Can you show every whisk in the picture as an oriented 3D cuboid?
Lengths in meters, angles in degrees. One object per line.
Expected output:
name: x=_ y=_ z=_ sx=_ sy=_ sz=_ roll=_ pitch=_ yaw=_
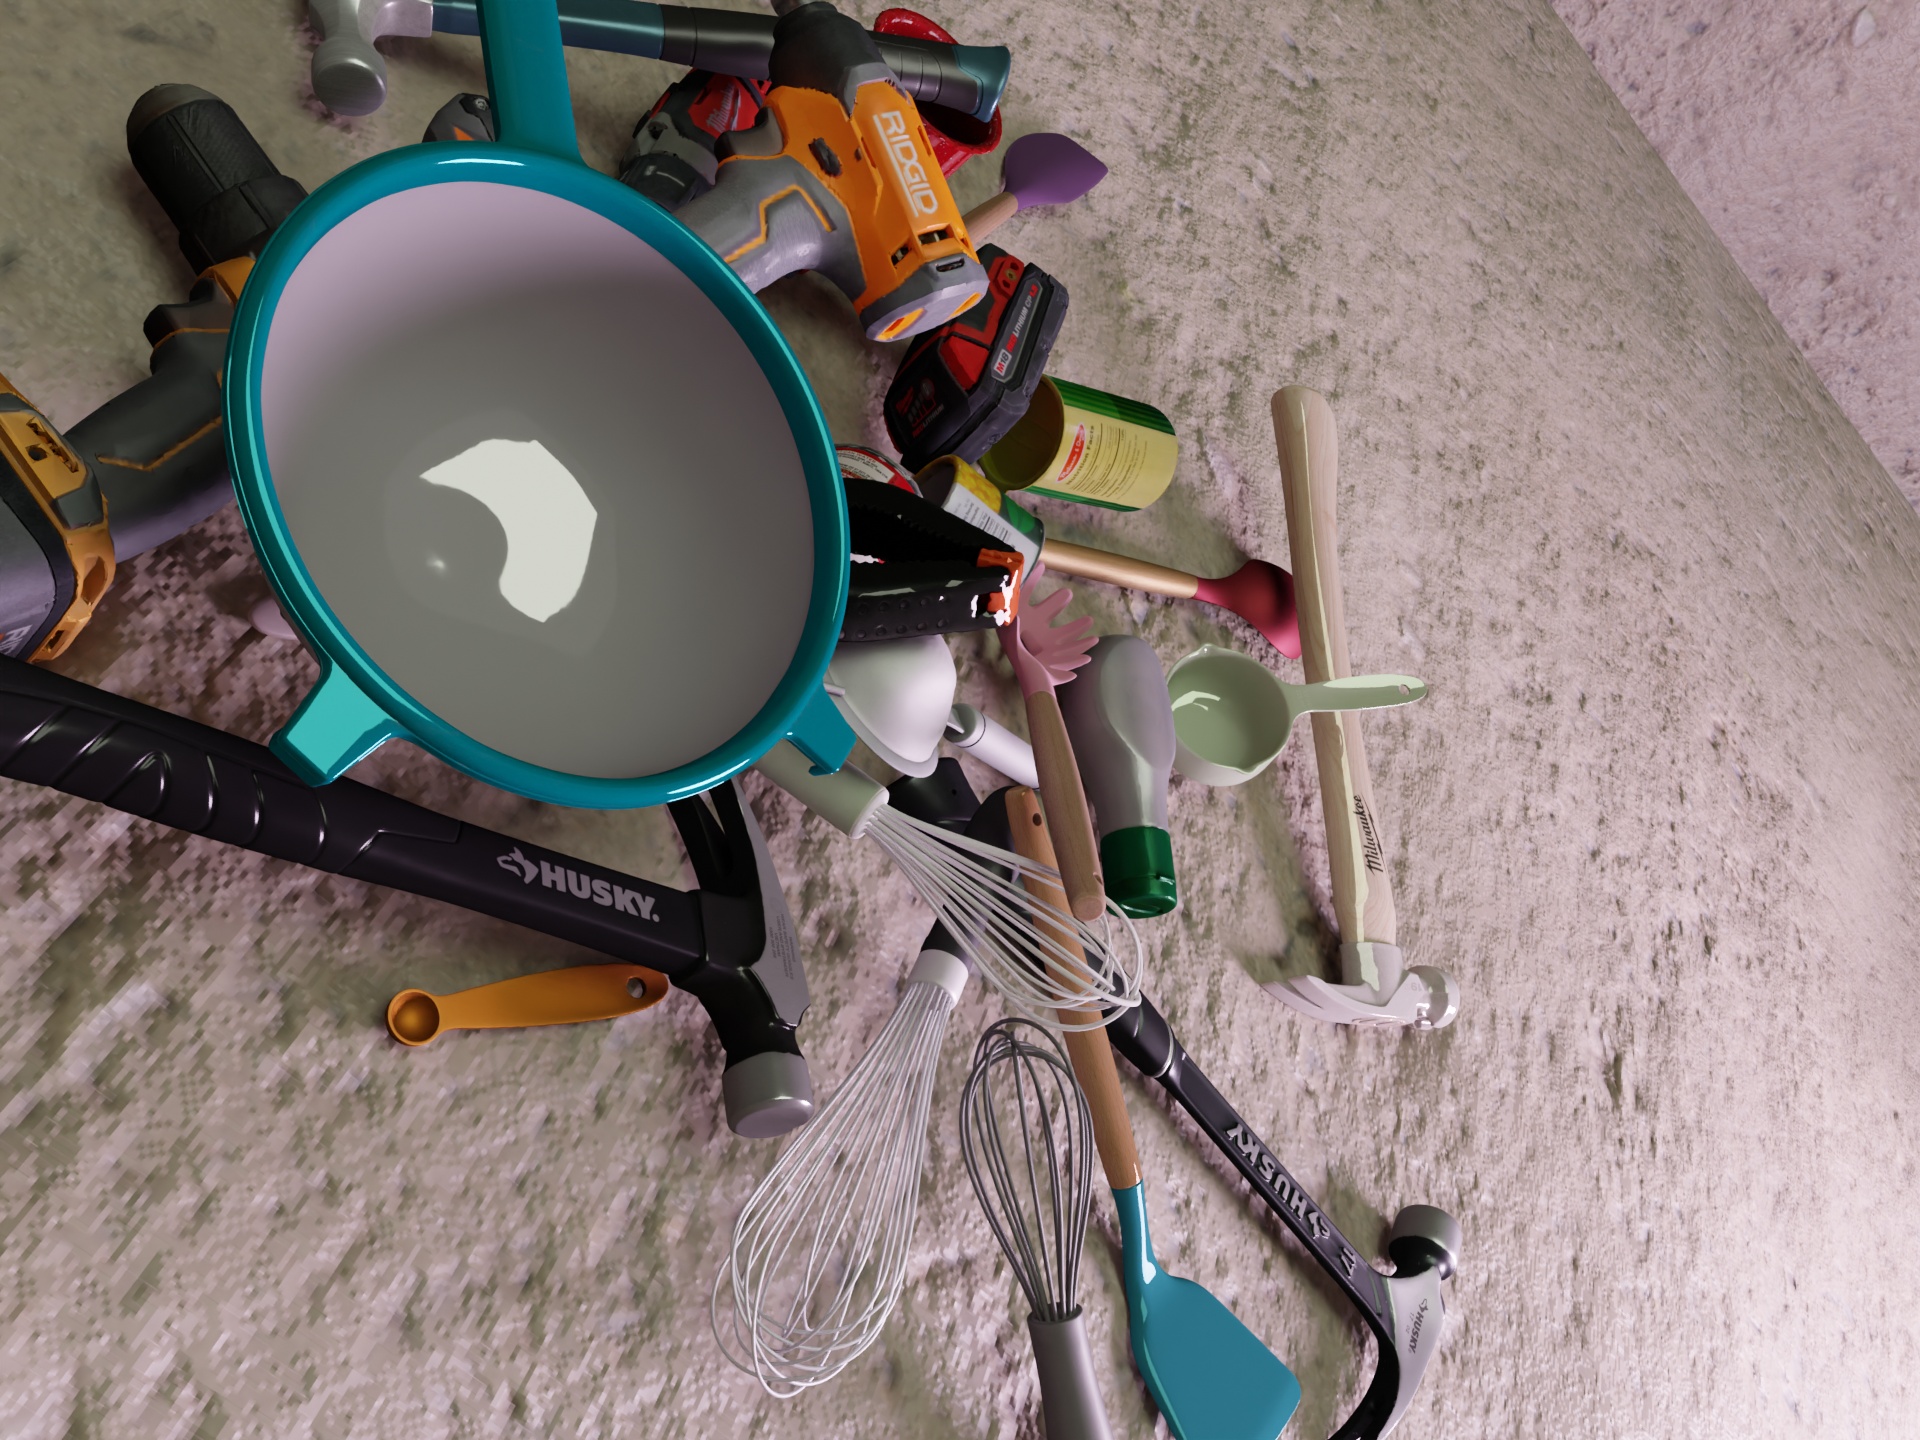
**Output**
whisk: x=-0.030 y=0.042 z=0.643 sx=0.246 sy=0.058 sz=0.059 roll=35 pitch=10 yaw=10
whisk: x=-0.021 y=0.128 z=0.632 sx=0.070 sy=0.070 sz=0.285 roll=43 pitch=46 yaw=-19
whisk: x=0.041 y=0.235 z=0.626 sx=0.055 sy=0.055 sz=0.239 roll=-12 pitch=91 yaw=-49

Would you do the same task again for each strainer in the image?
strainer: x=-0.154 y=-0.130 z=0.526 sx=0.211 sy=0.095 sz=0.340 roll=1 pitch=75 yaw=-45
strainer: x=-0.001 y=-0.002 z=0.707 sx=0.258 sy=0.050 sz=0.087 roll=33 pitch=32 yaw=-62

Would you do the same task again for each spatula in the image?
spatula: x=0.076 y=0.178 z=0.695 sx=0.082 sy=0.044 sz=0.317 roll=-26 pitch=103 yaw=-46
spatula: x=0.017 y=-0.316 z=0.988 sx=0.060 sy=0.018 sz=0.316 roll=37 pitch=42 yaw=1

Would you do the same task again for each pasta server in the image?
pasta server: x=0.045 y=-0.001 z=0.721 sx=0.060 sy=0.040 sz=0.316 roll=43 pitch=16 yaw=-19

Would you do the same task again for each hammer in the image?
hammer: x=0.220 y=-0.022 z=0.970 sx=0.146 sy=0.038 sz=0.411 roll=14 pitch=64 yaw=-39
hammer: x=-0.176 y=0.035 z=0.507 sx=0.334 sy=0.035 sz=0.146 roll=28 pitch=37 yaw=-45
hammer: x=0.103 y=0.175 z=0.767 sx=0.408 sy=0.036 sz=0.149 roll=49 pitch=42 yaw=-12
hammer: x=-0.128 y=-0.320 z=0.746 sx=0.331 sy=0.033 sz=0.128 roll=-1 pitch=62 yaw=-23

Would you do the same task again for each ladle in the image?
ladle: x=0.118 y=-0.085 z=0.948 sx=0.315 sy=0.031 sz=0.069 roll=7 pitch=62 yaw=-41

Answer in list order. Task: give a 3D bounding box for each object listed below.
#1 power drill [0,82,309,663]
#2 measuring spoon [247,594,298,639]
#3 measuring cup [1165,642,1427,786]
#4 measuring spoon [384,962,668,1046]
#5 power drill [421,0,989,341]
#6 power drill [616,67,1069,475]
power drill: x=-0.277 y=-0.121 z=0.524 sx=0.185 sy=0.084 sz=0.226 roll=56 pitch=36 yaw=-4
measuring spoon: x=-0.204 y=-0.046 z=0.596 sx=0.124 sy=0.018 sz=0.034 roll=-12 pitch=76 yaw=-49
measuring cup: x=0.187 y=-0.004 z=0.908 sx=0.167 sy=0.038 sz=0.083 roll=-6 pitch=64 yaw=-18
measuring spoon: x=-0.153 y=0.101 z=0.570 sx=0.116 sy=0.011 sz=0.021 roll=1 pitch=66 yaw=-49
power drill: x=-0.111 y=-0.227 z=0.679 sx=0.226 sy=0.084 sz=0.164 roll=-23 pitch=92 yaw=-29
power drill: x=-0.070 y=-0.215 z=0.788 sx=0.226 sy=0.080 sz=0.188 roll=34 pitch=52 yaw=-17
